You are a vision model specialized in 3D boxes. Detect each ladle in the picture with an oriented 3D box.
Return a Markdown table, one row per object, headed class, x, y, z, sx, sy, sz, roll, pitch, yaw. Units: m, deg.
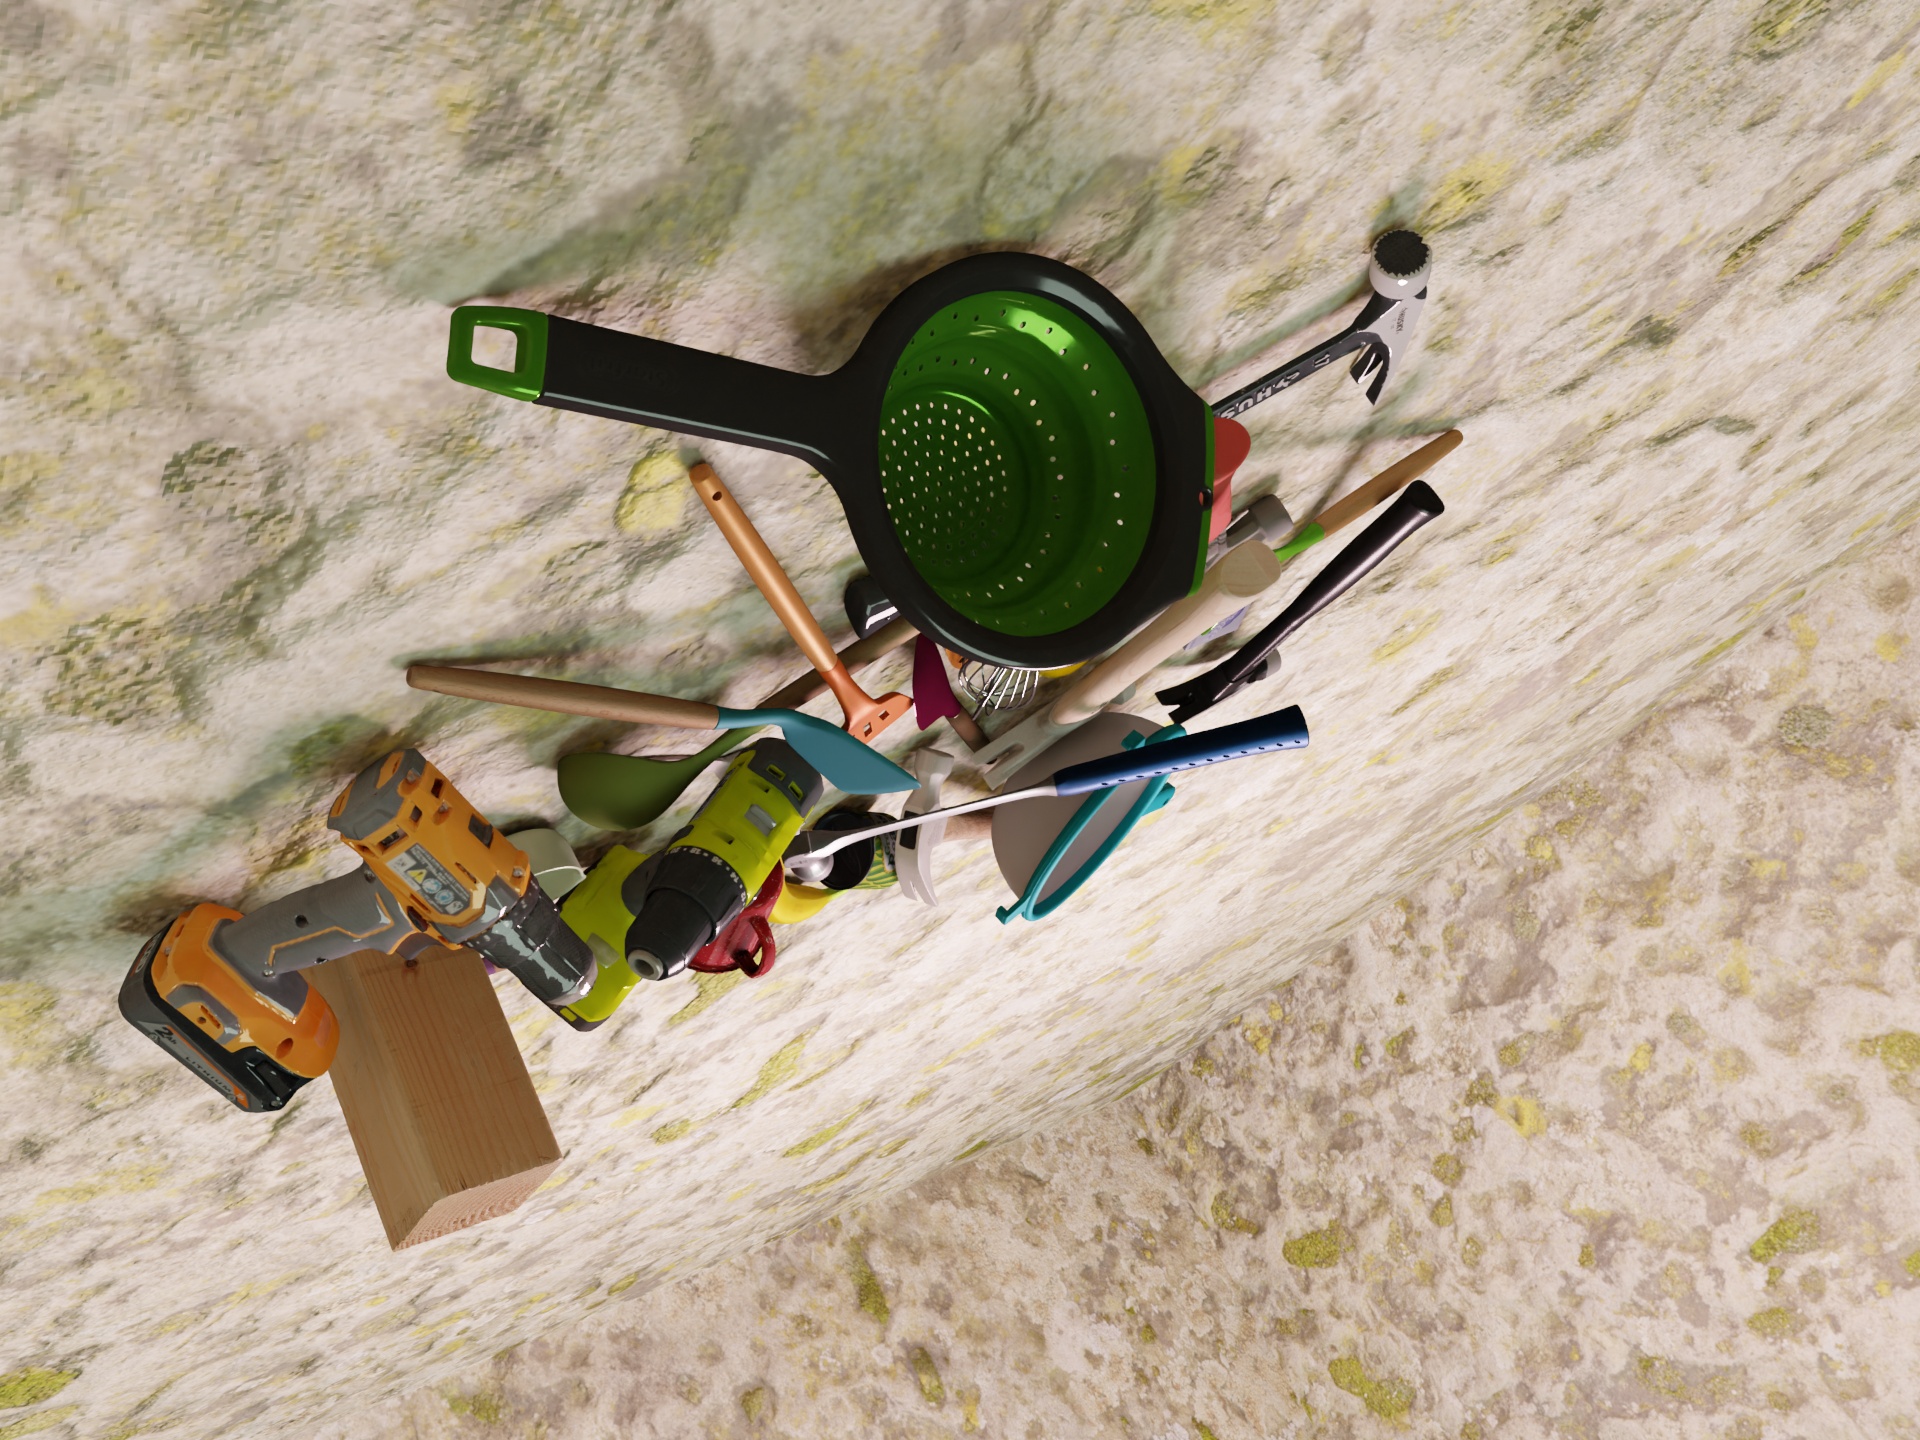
| class | x | y | z | sx | sy | sz | roll | pitch | yaw |
| --- | --- | --- | --- | --- | --- | --- | --- | --- | --- |
| ladle | -0.113 | -0.026 | 1.030 | 0.320 | 0.062 | 0.078 | -33 | 165 | -11 |

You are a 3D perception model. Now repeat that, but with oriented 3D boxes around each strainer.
| class | x | y | z | sx | sy | sz | roll | pitch | yaw |
| --- | --- | --- | --- | --- | --- | --- | --- | --- | --- |
| strainer | 0.115 | 0.059 | 1.415 | 0.211 | 0.095 | 0.340 | -55 | 165 | 15 |

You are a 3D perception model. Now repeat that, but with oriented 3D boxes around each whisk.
| class | x | y | z | sx | sy | sz | roll | pitch | yaw |
| --- | --- | --- | --- | --- | --- | --- | --- | --- | --- |
| whisk | 0.048 | -0.064 | 1.070 | 0.059 | 0.058 | 0.246 | -60 | -179 | -30 |

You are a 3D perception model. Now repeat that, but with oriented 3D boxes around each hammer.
| class | x | y | z | sx | sy | sz | roll | pitch | yaw |
| --- | --- | --- | --- | --- | --- | --- | --- | --- | --- |
| hammer | 0.150 | -0.126 | 1.028 | 0.149 | 0.037 | 0.359 | -33 | 172 | 7 |
| hammer | 0.060 | 0.051 | 1.190 | 0.405 | 0.035 | 0.144 | -14 | 167 | 0 |
| hammer | 0.111 | -0.036 | 1.091 | 0.146 | 0.038 | 0.410 | -34 | 177 | -16 |
| hammer | 0.278 | -0.093 | 1.287 | 0.146 | 0.035 | 0.334 | -26 | 168 | -30 |
| hammer | 0.108 | -0.162 | 1.000 | 0.409 | 0.036 | 0.149 | -29 | 160 | 1 |
| hammer | 0.028 | 0.092 | 1.410 | 0.331 | 0.031 | 0.130 | 5 | 100 | -65 |

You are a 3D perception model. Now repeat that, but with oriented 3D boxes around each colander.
| class | x | y | z | sx | sy | sz | roll | pitch | yaw |
| --- | --- | --- | --- | --- | --- | --- | --- | --- | --- |
| colander | -0.056 | -0.134 | 0.770 | 0.396 | 0.204 | 0.094 | 6 | 177 | -32 |

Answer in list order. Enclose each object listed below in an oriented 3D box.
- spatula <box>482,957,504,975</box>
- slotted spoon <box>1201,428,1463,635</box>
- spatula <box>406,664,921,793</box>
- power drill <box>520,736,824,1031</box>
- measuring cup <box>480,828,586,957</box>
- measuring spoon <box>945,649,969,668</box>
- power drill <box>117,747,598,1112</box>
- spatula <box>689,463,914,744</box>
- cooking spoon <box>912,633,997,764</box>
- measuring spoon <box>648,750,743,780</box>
| class | x | y | z | sx | sy | sz | roll | pitch | yaw |
| --- | --- | --- | --- | --- | --- | --- | --- | --- | --- |
| spatula | -0.335 | 0.179 | 1.225 | 0.316 | 0.018 | 0.059 | -19 | 159 | -21 |
| slotted spoon | 0.275 | -0.148 | 1.166 | 0.314 | 0.031 | 0.070 | -33 | 171 | -30 |
| spatula | -0.167 | 0.006 | 0.932 | 0.317 | 0.044 | 0.082 | 9 | 169 | -38 |
| power drill | -0.201 | 0.123 | 1.054 | 0.228 | 0.080 | 0.191 | -35 | -163 | 42 |
| measuring cup | -0.316 | 0.122 | 1.101 | 0.083 | 0.038 | 0.167 | -16 | 163 | -36 |
| measuring spoon | -0.005 | -0.059 | 1.123 | 0.021 | 0.011 | 0.116 | -31 | 162 | -2 |
| power drill | -0.345 | 0.140 | 0.936 | 0.226 | 0.084 | 0.185 | -33 | 118 | 10 |
| spatula | -0.094 | -0.052 | 0.943 | 0.081 | 0.041 | 0.322 | -39 | 147 | -7 |
| cooking spoon | -0.002 | -0.004 | 1.199 | 0.017 | 0.069 | 0.318 | 3 | 168 | 10 |
| measuring spoon | -0.184 | 0.037 | 1.095 | 0.124 | 0.018 | 0.034 | 0 | 145 | -50 |
